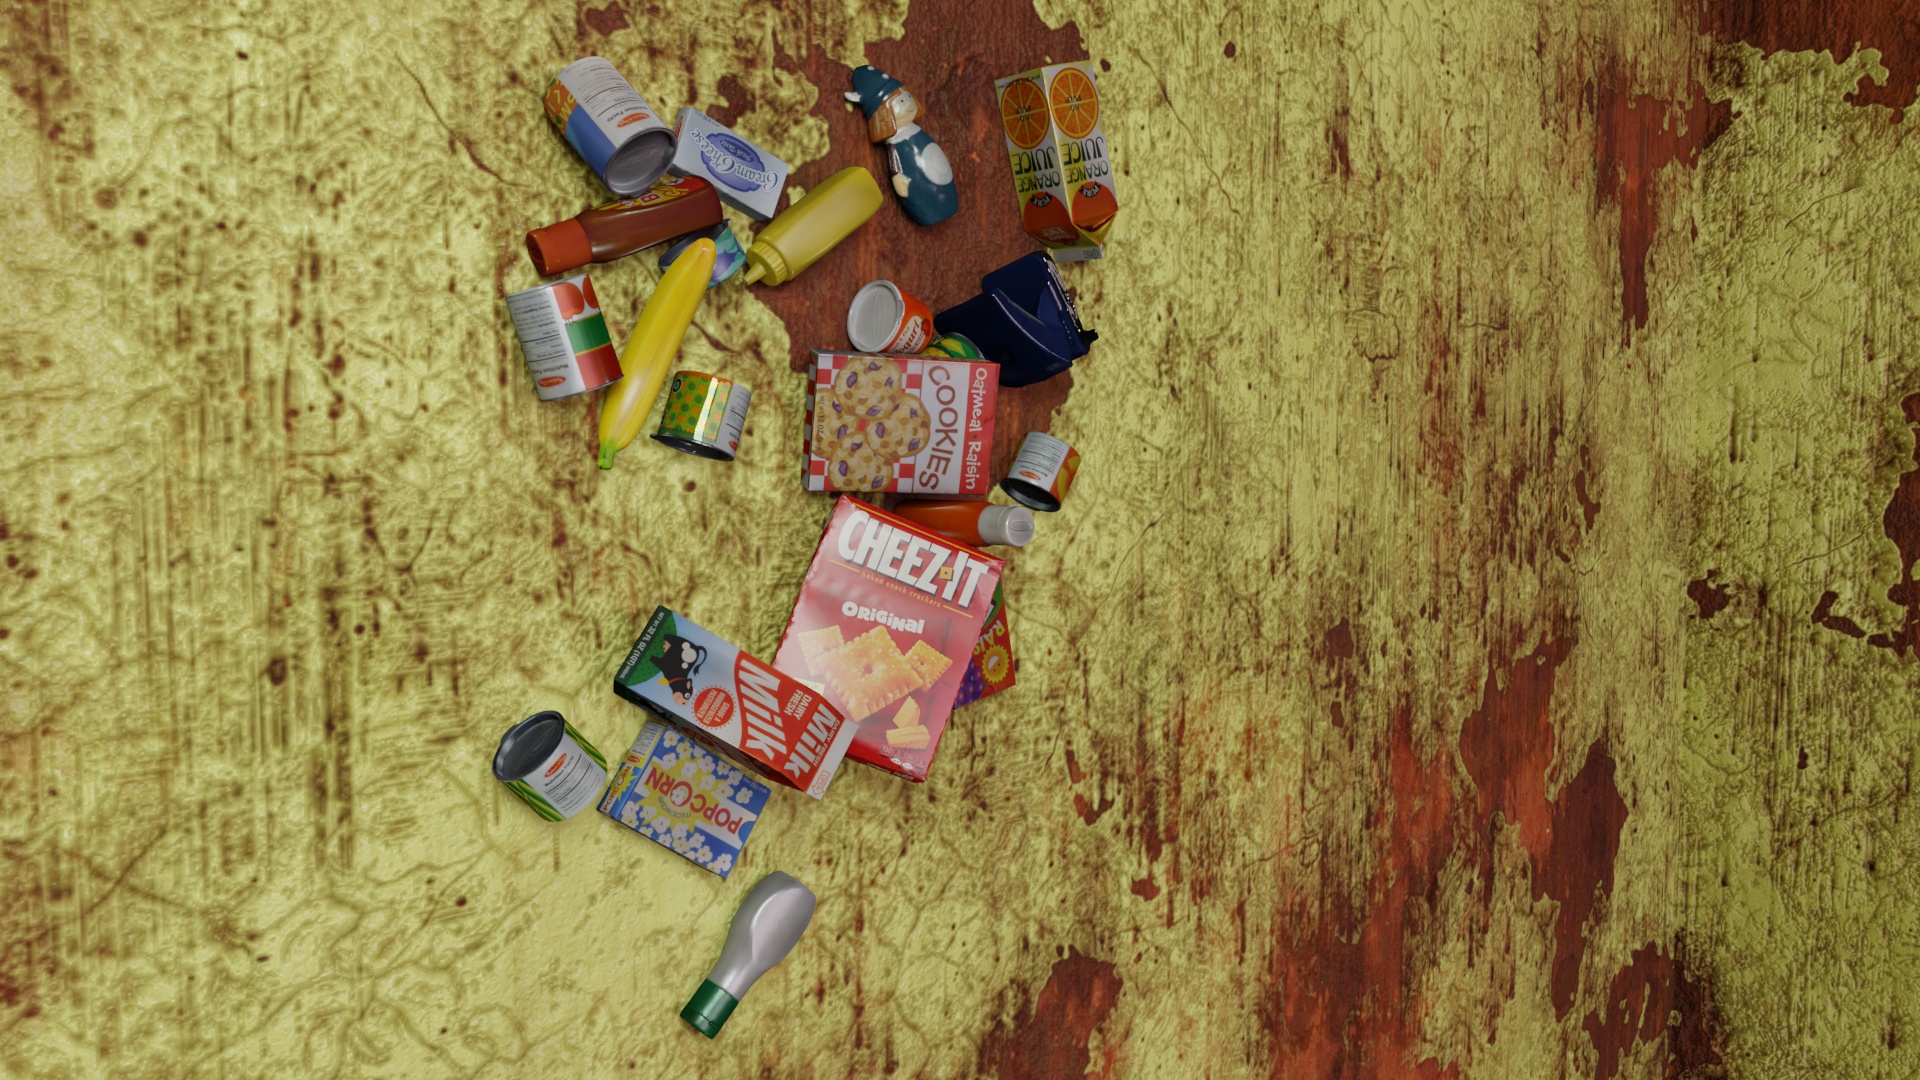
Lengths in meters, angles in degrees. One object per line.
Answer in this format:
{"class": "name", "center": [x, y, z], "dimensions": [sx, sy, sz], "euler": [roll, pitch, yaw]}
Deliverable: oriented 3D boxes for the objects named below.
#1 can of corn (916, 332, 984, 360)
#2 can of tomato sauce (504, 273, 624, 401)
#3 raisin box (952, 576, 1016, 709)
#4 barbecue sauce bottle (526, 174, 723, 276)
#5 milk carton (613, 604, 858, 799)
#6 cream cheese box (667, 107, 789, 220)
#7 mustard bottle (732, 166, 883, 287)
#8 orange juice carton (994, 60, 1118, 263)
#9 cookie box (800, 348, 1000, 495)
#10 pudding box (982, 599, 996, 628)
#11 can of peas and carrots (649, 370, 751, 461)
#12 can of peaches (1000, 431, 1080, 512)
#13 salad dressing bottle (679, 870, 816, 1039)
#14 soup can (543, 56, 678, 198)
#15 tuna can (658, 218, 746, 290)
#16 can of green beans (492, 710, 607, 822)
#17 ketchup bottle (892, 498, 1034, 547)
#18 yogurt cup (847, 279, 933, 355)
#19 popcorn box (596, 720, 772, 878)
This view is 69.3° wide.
{"class": "can of corn", "center": [-0.018, -0.156, 1.315], "dimensions": [0.058, 0.071, 0.071], "euler": [-39, 117, -32]}
{"class": "can of tomato sauce", "center": [-0.303, -0.156, 1.066], "dimensions": [0.071, 0.071, 0.083], "euler": [-28, 110, -36]}
{"class": "raisin box", "center": [0.006, 0.095, 1.370], "dimensions": [0.086, 0.040, 0.123], "euler": [-18, 105, -40]}
{"class": "barbecue sauce bottle", "center": [-0.266, -0.247, 1.096], "dimensions": [0.149, 0.065, 0.043], "euler": [-27, 120, -28]}
{"class": "milk carton", "center": [-0.181, 0.135, 1.128], "dimensions": [0.190, 0.073, 0.072], "euler": [29, 70, -4]}
{"class": "cream cheese box", "center": [-0.198, -0.316, 1.173], "dimensions": [0.104, 0.024, 0.053], "euler": [22, 80, -40]}
{"class": "mustard bottle", "center": [-0.139, -0.264, 1.206], "dimensions": [0.161, 0.065, 0.048], "euler": [-45, 115, -23]}
{"class": "orange juice carton", "center": [0.101, -0.376, 1.398], "dimensions": [0.073, 0.072, 0.192], "euler": [-24, 108, -37]}
{"class": "cookie box", "center": [-0.054, -0.105, 1.248], "dimensions": [0.168, 0.040, 0.122], "euler": [1, 104, -18]}
{"class": "pudding box", "center": [-0.008, 0.080, 1.311], "dimensions": [0.049, 0.030, 0.084], "euler": [38, 74, -31]}
{"class": "can of peas and carrots", "center": [-0.214, -0.103, 1.148], "dimensions": [0.071, 0.071, 0.059], "euler": [22, 78, -40]}
{"class": "can of peaches", "center": [0.082, -0.069, 1.409], "dimensions": [0.071, 0.071, 0.058], "euler": [38, 68, -36]}
{"class": "salad dressing bottle", "center": [-0.187, 0.363, 1.218], "dimensions": [0.148, 0.044, 0.064], "euler": [-53, 126, -24]}
{"class": "soup can", "center": [-0.268, -0.315, 1.063], "dimensions": [0.072, 0.071, 0.084], "euler": [-31, 73, -35]}
{"class": "tuna can", "center": [-0.209, -0.232, 1.140], "dimensions": [0.071, 0.071, 0.032], "euler": [-47, 123, -28]}
{"class": "can of green beans", "center": [-0.316, 0.175, 1.073], "dimensions": [0.071, 0.071, 0.057], "euler": [-53, 130, -25]}
{"class": "ketchup bottle", "center": [0.005, -0.016, 1.288], "dimensions": [0.065, 0.148, 0.043], "euler": [2, 91, -41]}
{"class": "yogurt cup", "center": [-0.062, -0.200, 1.274], "dimensions": [0.054, 0.072, 0.072], "euler": [12, 86, -49]}
{"class": "popcorn box", "center": [-0.232, 0.218, 1.172], "dimensions": [0.126, 0.038, 0.085], "euler": [41, 66, -35]}
